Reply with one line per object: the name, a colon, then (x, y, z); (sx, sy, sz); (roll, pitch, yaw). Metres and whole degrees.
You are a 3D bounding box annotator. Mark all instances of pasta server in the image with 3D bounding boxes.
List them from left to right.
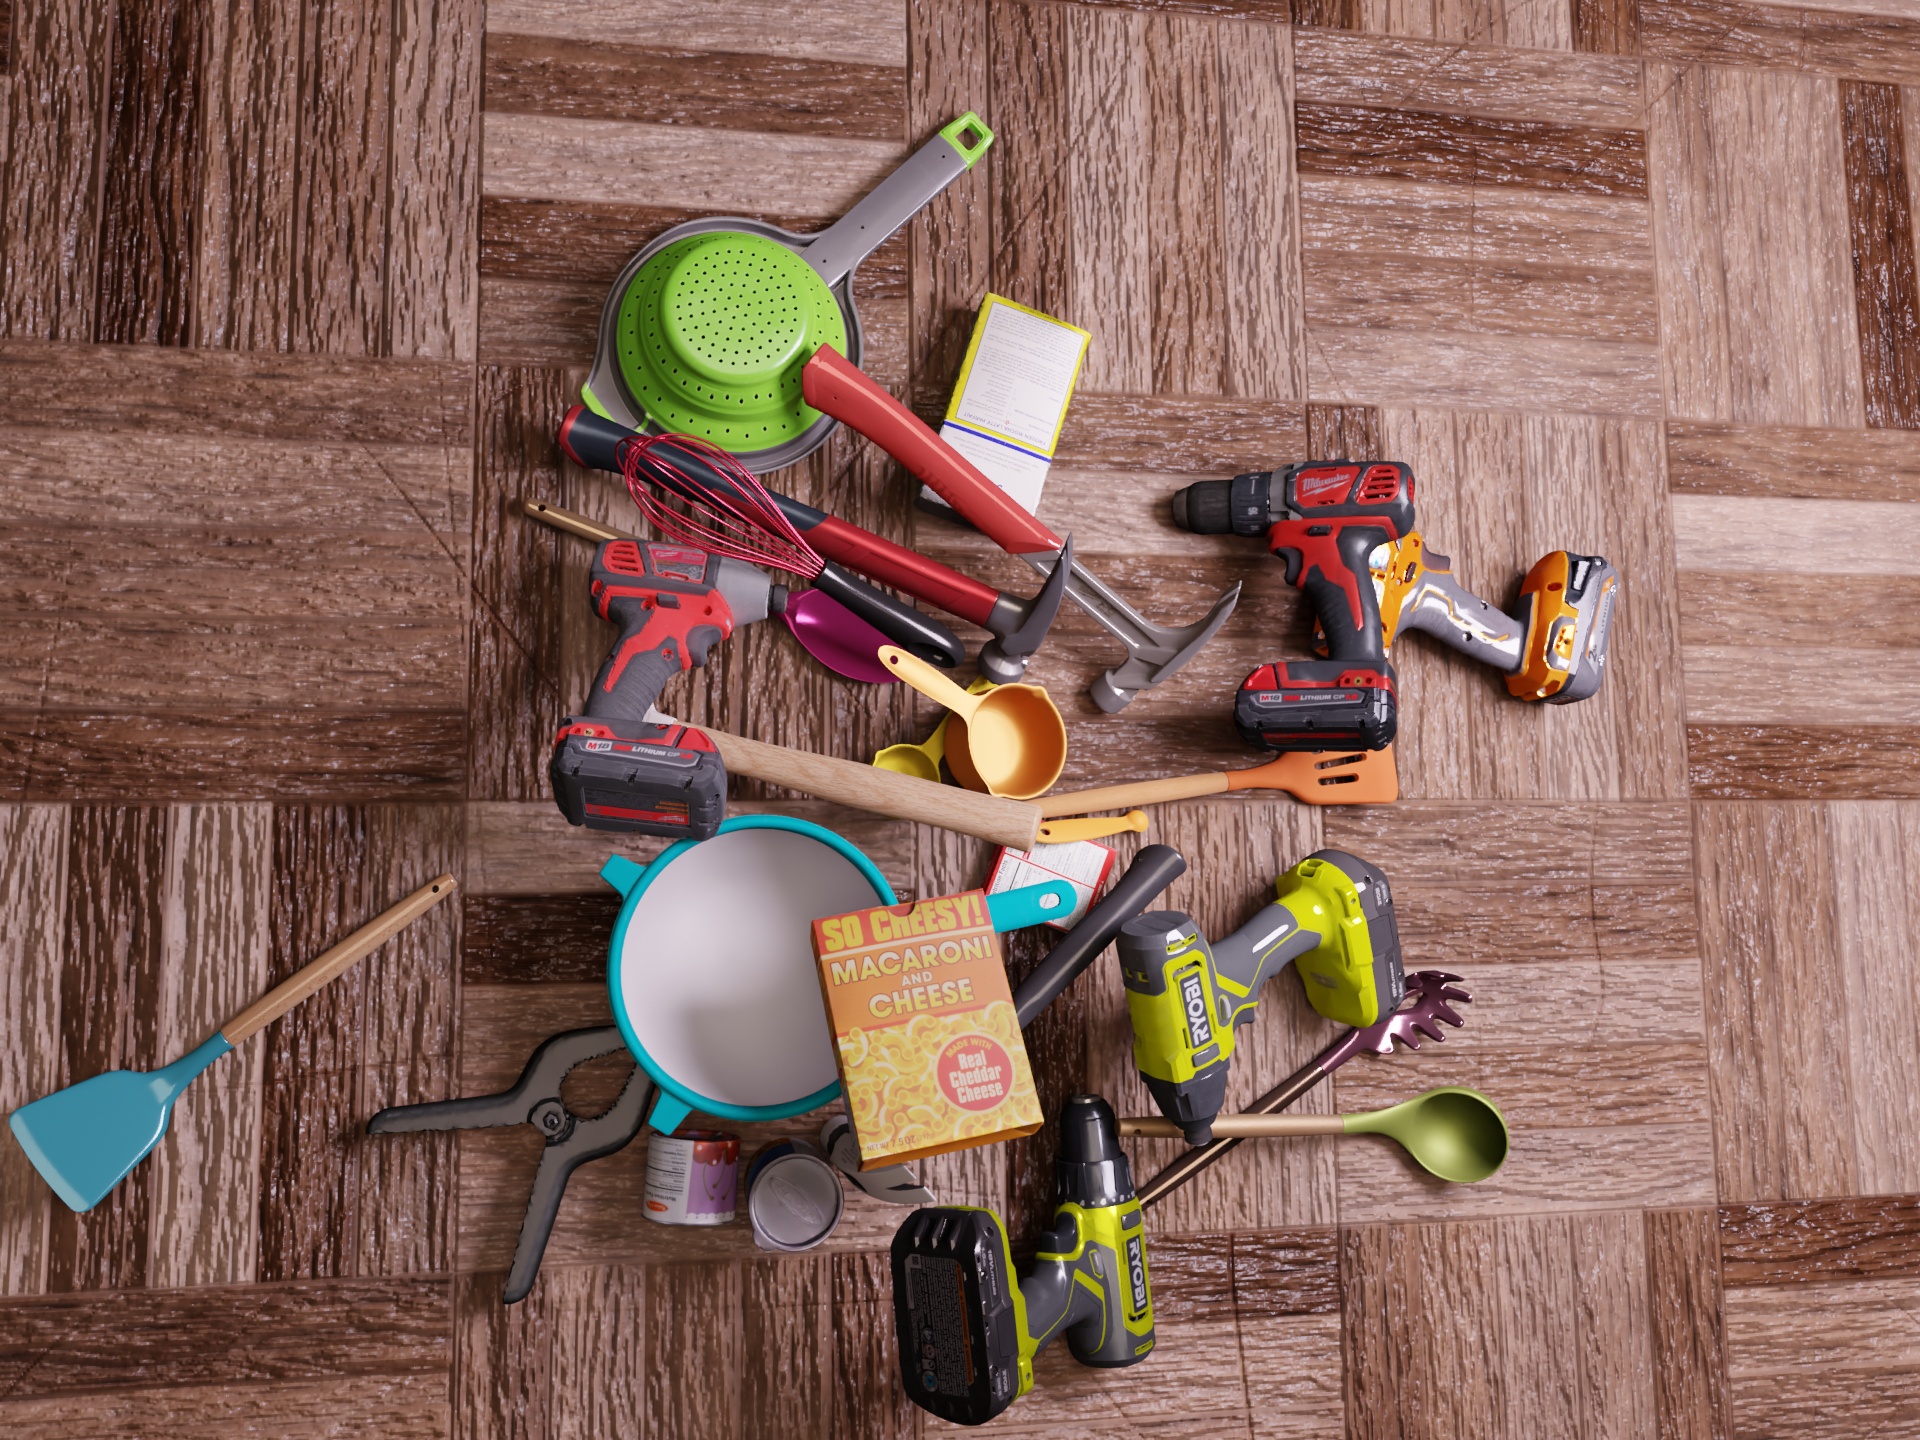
pasta server: (0.262, 0.290, 1.236); (0.316, 0.040, 0.060); (-33, 115, -11)

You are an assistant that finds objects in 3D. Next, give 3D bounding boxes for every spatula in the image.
spatula: (-0.487, 0.205, 1.102); (0.317, 0.044, 0.082); (-37, 88, -14)
spatula: (0.188, 0.048, 1.239); (0.322, 0.041, 0.081); (-7, 79, -19)

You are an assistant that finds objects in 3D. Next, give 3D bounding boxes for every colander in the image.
colander: (-0.113, -0.350, 1.213); (0.204, 0.094, 0.397); (46, 78, -3)

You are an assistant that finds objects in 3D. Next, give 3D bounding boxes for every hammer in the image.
hammer: (-0.109, -0.152, 1.168); (0.386, 0.143, 0.038); (24, 47, -3)
hammer: (-0.105, 0.043, 1.163); (0.331, 0.031, 0.130); (14, 83, 6)
hammer: (0.034, -0.158, 1.184); (0.359, 0.149, 0.037); (39, 35, -10)
hammer: (0.042, 0.212, 1.149); (0.335, 0.146, 0.035); (-43, 107, -13)

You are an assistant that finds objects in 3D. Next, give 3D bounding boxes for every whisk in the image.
whisk: (-0.117, -0.117, 1.140); (0.295, 0.073, 0.073); (32, 78, -20)

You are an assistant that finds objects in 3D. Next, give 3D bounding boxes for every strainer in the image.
strainer: (-0.086, 0.163, 1.159); (0.340, 0.095, 0.211); (-11, 87, -15)

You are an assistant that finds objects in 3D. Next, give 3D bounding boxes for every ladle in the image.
ladle: (0.269, 0.313, 1.204); (0.320, 0.062, 0.078); (4, 108, -18)

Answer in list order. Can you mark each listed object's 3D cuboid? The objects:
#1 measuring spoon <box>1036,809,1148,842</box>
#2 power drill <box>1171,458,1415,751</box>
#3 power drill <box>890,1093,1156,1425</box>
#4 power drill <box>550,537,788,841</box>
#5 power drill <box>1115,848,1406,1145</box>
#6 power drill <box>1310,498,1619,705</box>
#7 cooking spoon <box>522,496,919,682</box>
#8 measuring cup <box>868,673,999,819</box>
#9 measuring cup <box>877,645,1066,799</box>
measuring spoon: (0.100, 0.080, 1.219); (0.117, 0.011, 0.021); (-4, 48, -35)
power drill: (0.253, -0.094, 1.229); (0.188, 0.080, 0.227); (0, 74, 20)
power drill: (0.054, 0.375, 1.118); (0.228, 0.080, 0.190); (0, 82, -52)
power drill: (-0.203, -0.031, 1.119); (0.143, 0.078, 0.220); (7, 56, -3)
power drill: (0.222, 0.200, 1.179); (0.223, 0.080, 0.171); (-20, 104, -30)
power drill: (0.408, -0.109, 1.292); (0.226, 0.084, 0.164); (14, 81, -5)
cooking spoon: (-0.179, -0.105, 1.210); (0.319, 0.017, 0.069); (21, 77, -8)
measuring cup: (-0.016, 0.014, 1.228); (0.062, 0.029, 0.156); (45, 66, -9)
measuring cup: (-0.002, -0.004, 1.190); (0.173, 0.052, 0.095); (33, 68, -21)
